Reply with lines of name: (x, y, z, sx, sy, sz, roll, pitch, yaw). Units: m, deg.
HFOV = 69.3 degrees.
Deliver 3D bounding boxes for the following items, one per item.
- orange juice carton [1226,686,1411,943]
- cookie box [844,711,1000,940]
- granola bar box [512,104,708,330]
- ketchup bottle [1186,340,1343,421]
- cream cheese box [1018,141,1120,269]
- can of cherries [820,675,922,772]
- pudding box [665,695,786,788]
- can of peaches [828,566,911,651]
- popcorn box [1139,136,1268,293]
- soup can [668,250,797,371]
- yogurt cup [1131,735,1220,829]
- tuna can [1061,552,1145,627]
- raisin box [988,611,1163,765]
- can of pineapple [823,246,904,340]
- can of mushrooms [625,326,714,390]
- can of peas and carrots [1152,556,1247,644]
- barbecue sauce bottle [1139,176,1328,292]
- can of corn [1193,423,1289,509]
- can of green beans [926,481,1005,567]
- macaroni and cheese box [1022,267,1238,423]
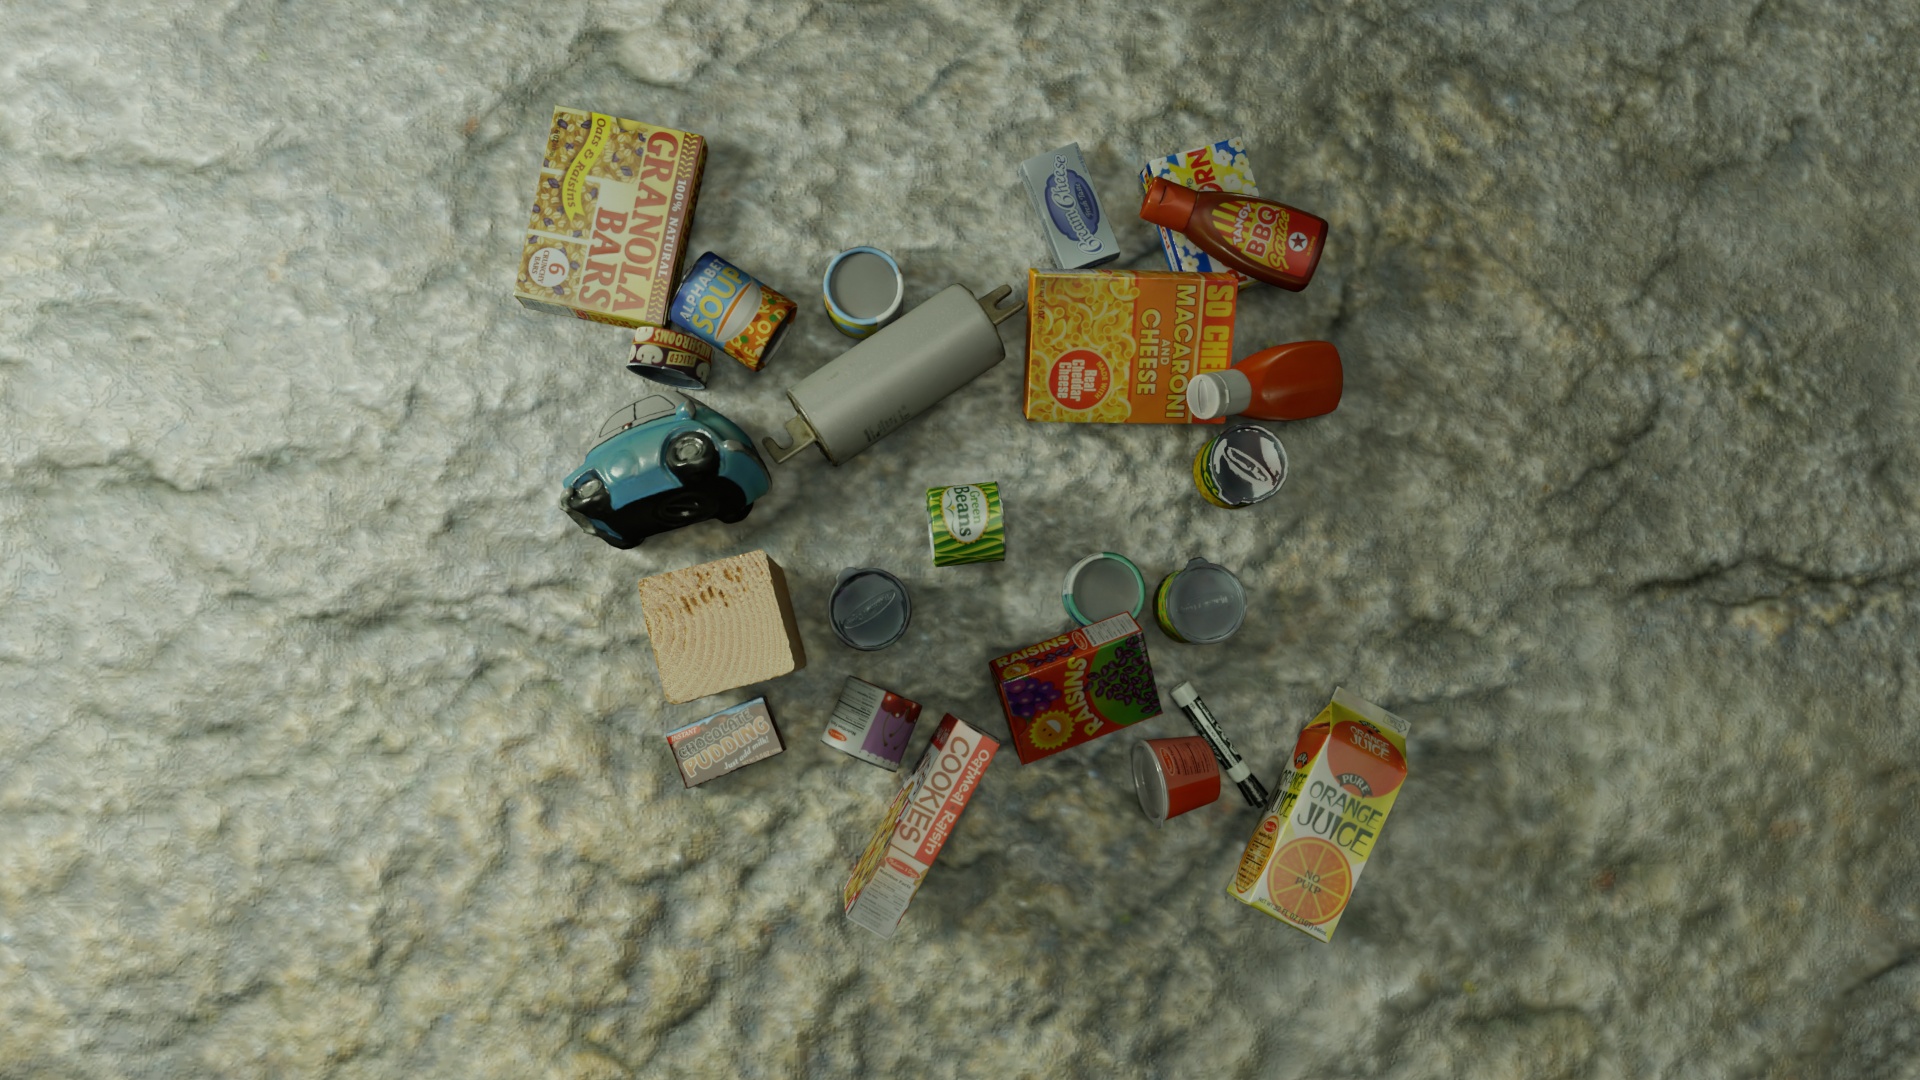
orange juice carton: (0.296, 0.219, 1.129, 0.072, 0.073, 0.193, 28, 83, -1)
cookie box: (-0.031, 0.216, 1.078, 0.040, 0.123, 0.167, 31, 83, -2)
granola bar box: (-0.286, -0.264, 1.145, 0.124, 0.039, 0.165, 11, 84, -4)
ketchup bottle: (0.250, -0.126, 1.137, 0.149, 0.043, 0.064, -12, 103, -35)
cream cheese box: (0.093, -0.281, 1.183, 0.053, 0.024, 0.104, -21, 87, -5)
can of cherries: (-0.069, 0.147, 1.113, 0.071, 0.071, 0.058, 22, 83, -2)
pudding box: (-0.188, 0.162, 1.118, 0.084, 0.030, 0.049, -21, 86, -6)
can of peaches: (-0.075, 0.054, 1.123, 0.071, 0.058, 0.071, 0, 85, -4)
popcorn box: (0.214, -0.270, 1.184, 0.085, 0.038, 0.126, -16, 86, -5)
soup can: (-0.185, -0.186, 1.129, 0.084, 0.071, 0.071, 31, 84, -1)
yogurt cup: (0.176, 0.191, 1.128, 0.054, 0.072, 0.072, -10, 86, -13)
tuna can: (0.120, 0.045, 1.151, 0.071, 0.033, 0.071, 0, 85, -4)
raisin box: (0.093, 0.120, 1.122, 0.123, 0.040, 0.085, -19, 118, -6)
can of pineapple: (-0.081, -0.204, 1.146, 0.071, 0.058, 0.071, 0, 85, -4)
can of mushrooms: (-0.233, -0.147, 1.122, 0.071, 0.071, 0.033, 14, 83, -3)
can of peas and carrots: (0.195, 0.051, 1.143, 0.071, 0.058, 0.071, 0, 84, -4)
barbecue sauce bottle: (0.223, -0.257, 1.142, 0.148, 0.043, 0.065, 19, 86, -2)
can of corn: (0.231, -0.058, 1.156, 0.071, 0.058, 0.071, 0, 85, -5)
can of green beans: (0.004, -0.013, 1.131, 0.058, 0.071, 0.071, -6, 86, -4)
macaroni and cheese box: (0.138, -0.161, 1.147, 0.167, 0.040, 0.123, 0, 109, -5)
